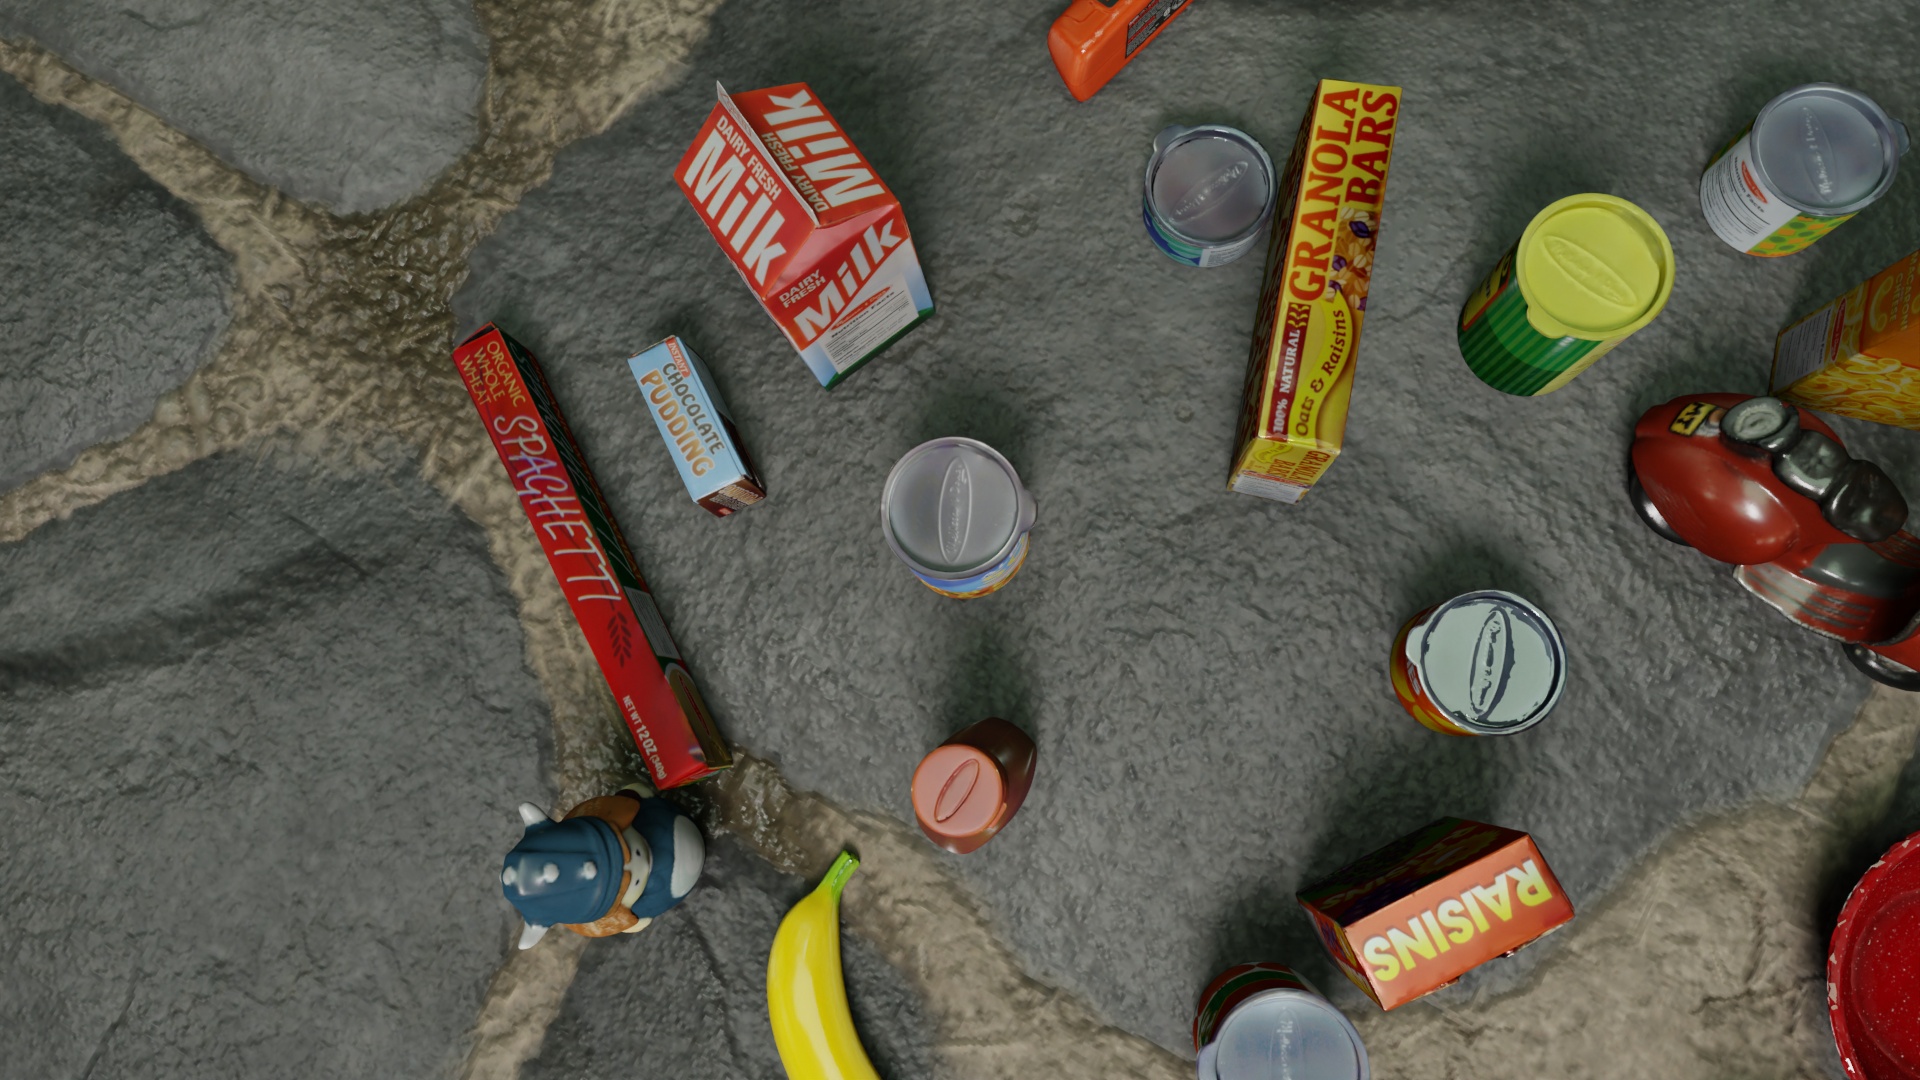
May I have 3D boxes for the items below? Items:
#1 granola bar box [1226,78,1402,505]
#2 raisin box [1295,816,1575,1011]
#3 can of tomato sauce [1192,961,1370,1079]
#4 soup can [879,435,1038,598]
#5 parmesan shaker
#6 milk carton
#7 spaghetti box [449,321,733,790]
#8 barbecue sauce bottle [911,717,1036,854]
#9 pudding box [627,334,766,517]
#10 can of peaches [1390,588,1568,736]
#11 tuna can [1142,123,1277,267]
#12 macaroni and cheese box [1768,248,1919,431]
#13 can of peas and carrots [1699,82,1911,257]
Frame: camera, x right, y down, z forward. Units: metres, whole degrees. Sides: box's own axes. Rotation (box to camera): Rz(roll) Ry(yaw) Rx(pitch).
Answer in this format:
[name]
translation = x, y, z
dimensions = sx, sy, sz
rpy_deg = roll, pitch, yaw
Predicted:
[granola bar box]
translation = 0.161, -0.109, 0.646
dimensions = 0.039, 0.124, 0.165
rpy_deg = 11, 82, 6
[raisin box]
translation = 0.199, 0.158, 0.600
dimensions = 0.086, 0.123, 0.040
rpy_deg = -26, 80, 0
[can of tomato sauce]
translation = 0.137, 0.226, 0.614
dimensions = 0.071, 0.083, 0.071
rpy_deg = -1, 81, 5
[soup can]
translation = 0.002, -0.008, 0.663
dimensions = 0.071, 0.083, 0.071
rpy_deg = -1, 81, 5
[parmesan shaker]
translation = 0.275, -0.109, 0.647
dimensions = 0.071, 0.103, 0.071
rpy_deg = -1, 81, 5
[milk carton]
translation = -0.069, -0.140, 0.636
dimensions = 0.073, 0.190, 0.072
rpy_deg = -36, 80, -1
[spaghetti box]
translation = -0.184, 0.007, 0.692
dimensions = 0.029, 0.050, 0.250
rpy_deg = -28, 80, 0
[barbecue sauce bottle]
translation = 0.005, 0.108, 0.611
dimensions = 0.044, 0.148, 0.065
rpy_deg = 33, 85, 9
[pudding box]
translation = -0.131, -0.057, 0.699
dimensions = 0.030, 0.049, 0.084
rpy_deg = -27, 80, 0
[can of peaches]
translation = 0.237, 0.057, 0.646
dimensions = 0.071, 0.058, 0.071
rpy_deg = -1, 81, 5
[tuna can]
translation = 0.124, -0.176, 0.706
dimensions = 0.071, 0.033, 0.071
rpy_deg = -1, 81, 5
[macaroni and cheese box]
translation = 0.453, -0.085, 0.597
dimensions = 0.124, 0.166, 0.040
rpy_deg = 13, 83, 7
[can of peas and carrots]
translation = 0.405, -0.178, 0.671
dimensions = 0.071, 0.058, 0.071
rpy_deg = -1, 81, 5
